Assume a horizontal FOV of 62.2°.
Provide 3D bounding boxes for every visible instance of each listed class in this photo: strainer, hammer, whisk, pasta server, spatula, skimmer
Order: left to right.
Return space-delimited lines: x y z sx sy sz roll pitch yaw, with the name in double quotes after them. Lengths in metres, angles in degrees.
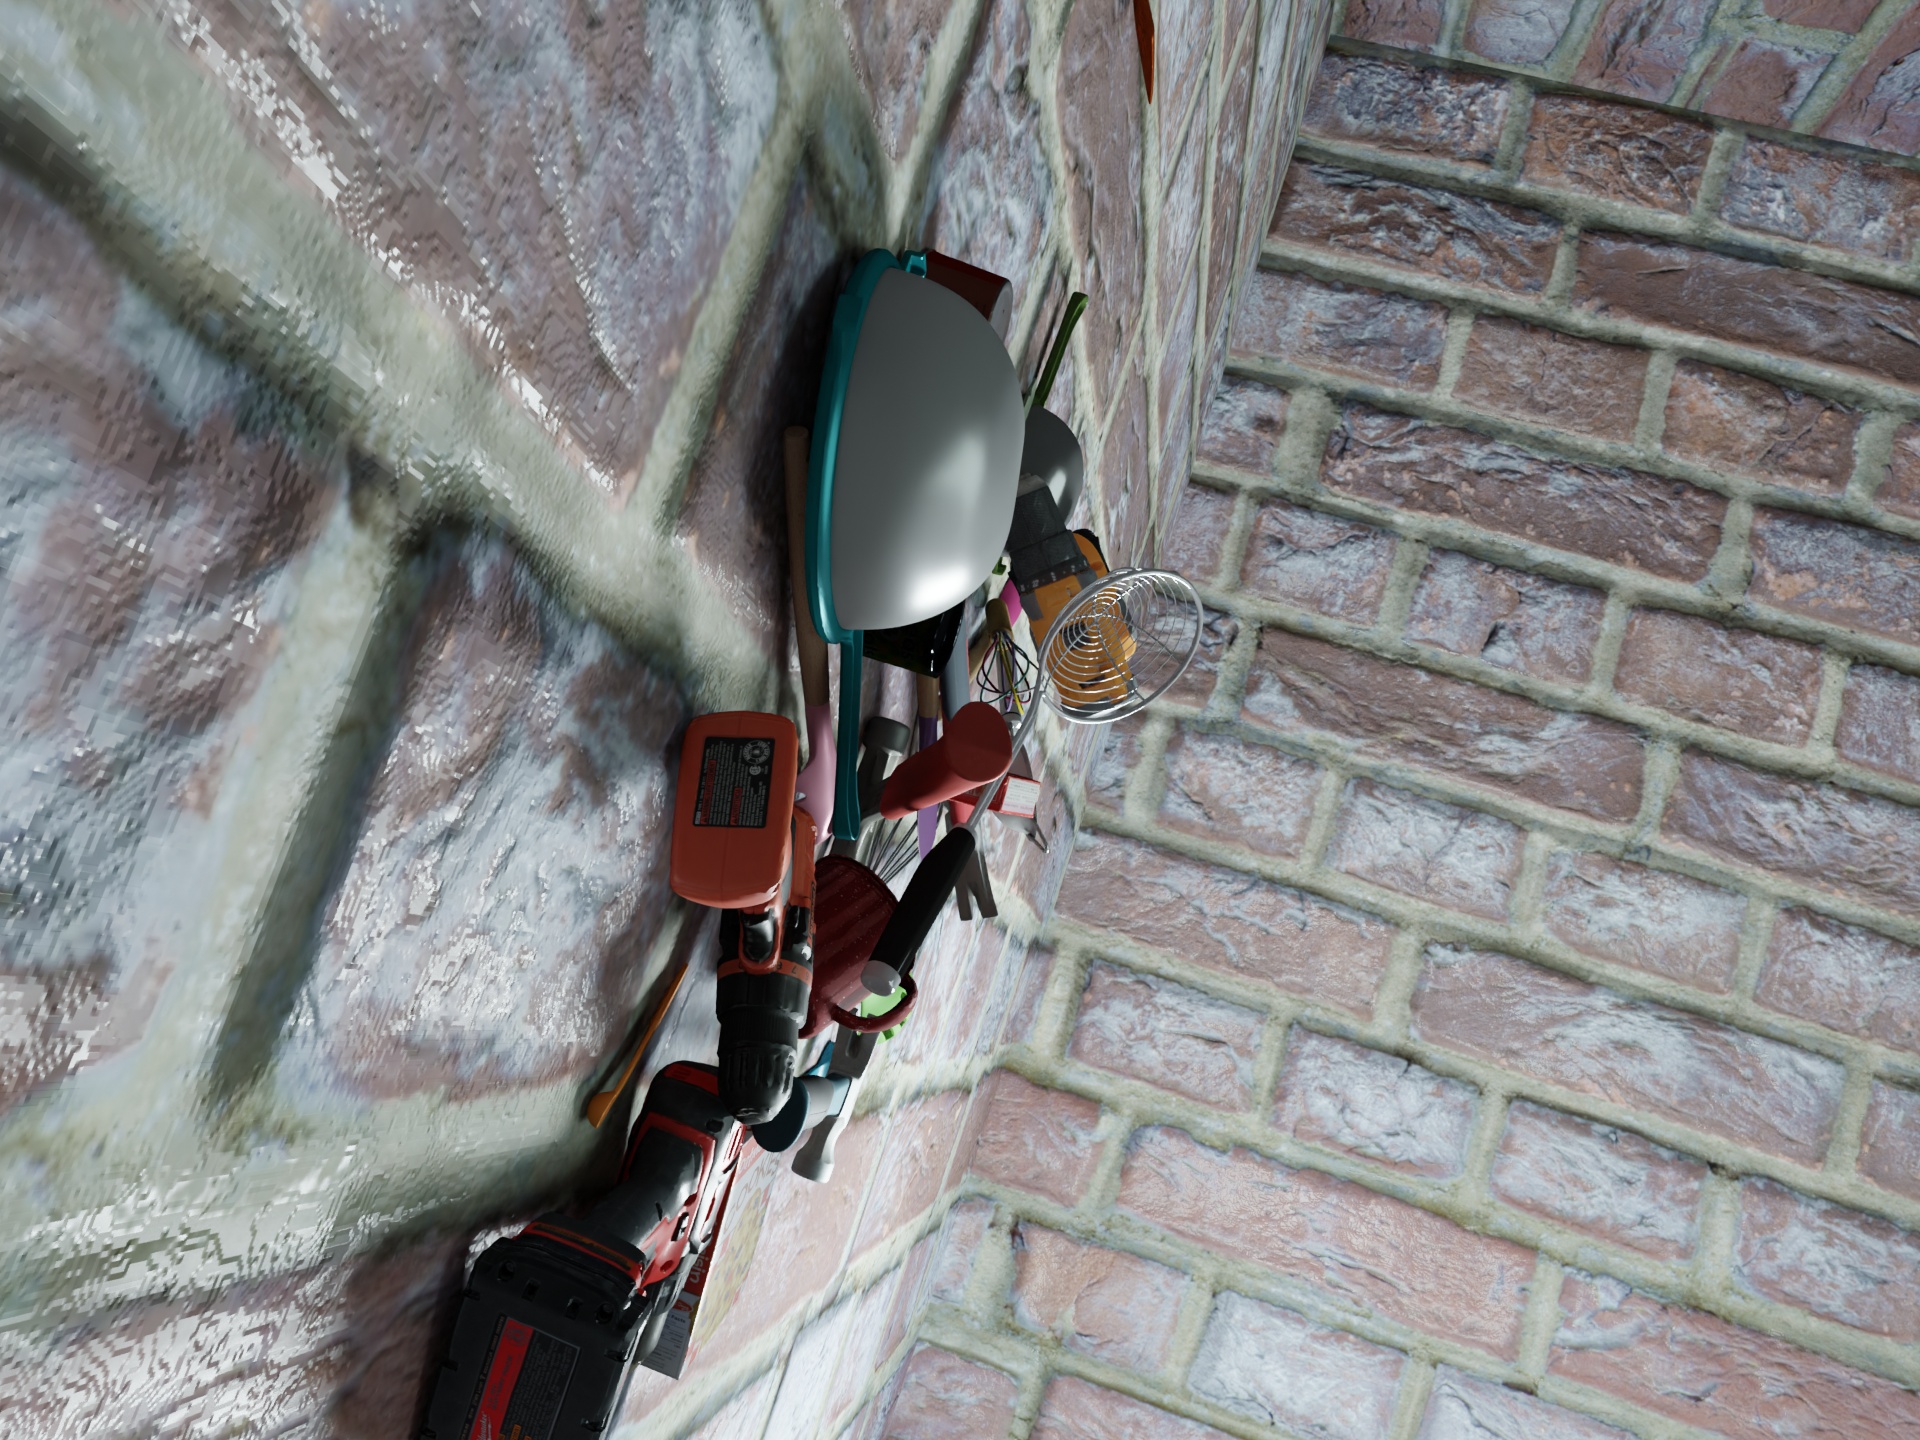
-0.091 -0.034 0.907 0.316 0.040 0.060 91 18 -45 "pasta server"
-0.095 0.248 1.034 0.331 0.033 0.128 82 28 -79 "hammer"
-0.072 0.131 1.216 0.055 0.055 0.239 93 22 -54 "whisk"
-0.034 0.049 0.986 0.359 0.036 0.149 150 -43 -75 "hammer"
-0.020 -0.081 0.879 0.211 0.095 0.340 -69 166 -66 "strainer"
-0.024 -0.026 1.142 0.060 0.018 0.315 -67 161 -55 "spatula"
-0.002 -0.004 1.231 0.385 0.038 0.143 86 -4 -49 "hammer"
0.036 -0.059 1.357 0.051 0.047 0.245 -47 -165 13 "whisk"
0.043 0.009 1.396 0.086 0.050 0.259 94 -5 -51 "strainer"
0.054 0.037 1.016 0.363 0.090 0.127 -58 151 -38 "skimmer"
0.085 -0.248 1.372 0.151 0.069 0.256 62 47 -76 "strainer"
0.183 -0.662 1.312 0.081 0.041 0.323 74 33 -70 "spatula"

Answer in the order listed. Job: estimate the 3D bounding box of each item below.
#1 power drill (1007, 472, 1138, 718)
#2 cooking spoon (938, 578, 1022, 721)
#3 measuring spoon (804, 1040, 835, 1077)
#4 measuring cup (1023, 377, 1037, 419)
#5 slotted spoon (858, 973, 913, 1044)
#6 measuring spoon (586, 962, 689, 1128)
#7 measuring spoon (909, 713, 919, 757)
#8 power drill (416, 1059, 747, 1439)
0.079 -0.104 1.246 0.226 0.084 0.185 -63 131 -80 "power drill"
0.023 -0.069 1.474 0.319 0.017 0.068 -56 159 -61 "cooking spoon"
-0.116 0.300 1.315 0.128 0.021 0.042 -23 129 -79 "measuring spoon"
0.020 -0.208 1.184 0.083 0.038 0.168 95 13 -48 "measuring cup"
-0.083 0.170 1.135 0.070 0.031 0.313 -53 153 -15 "slotted spoon"
-0.171 0.169 0.846 0.021 0.011 0.117 -61 -177 38 "measuring spoon"
-0.030 0.020 1.332 0.034 0.018 0.124 -54 158 -61 "measuring spoon"
-0.182 0.295 0.808 0.227 0.080 0.188 -49 159 -76 "power drill"
